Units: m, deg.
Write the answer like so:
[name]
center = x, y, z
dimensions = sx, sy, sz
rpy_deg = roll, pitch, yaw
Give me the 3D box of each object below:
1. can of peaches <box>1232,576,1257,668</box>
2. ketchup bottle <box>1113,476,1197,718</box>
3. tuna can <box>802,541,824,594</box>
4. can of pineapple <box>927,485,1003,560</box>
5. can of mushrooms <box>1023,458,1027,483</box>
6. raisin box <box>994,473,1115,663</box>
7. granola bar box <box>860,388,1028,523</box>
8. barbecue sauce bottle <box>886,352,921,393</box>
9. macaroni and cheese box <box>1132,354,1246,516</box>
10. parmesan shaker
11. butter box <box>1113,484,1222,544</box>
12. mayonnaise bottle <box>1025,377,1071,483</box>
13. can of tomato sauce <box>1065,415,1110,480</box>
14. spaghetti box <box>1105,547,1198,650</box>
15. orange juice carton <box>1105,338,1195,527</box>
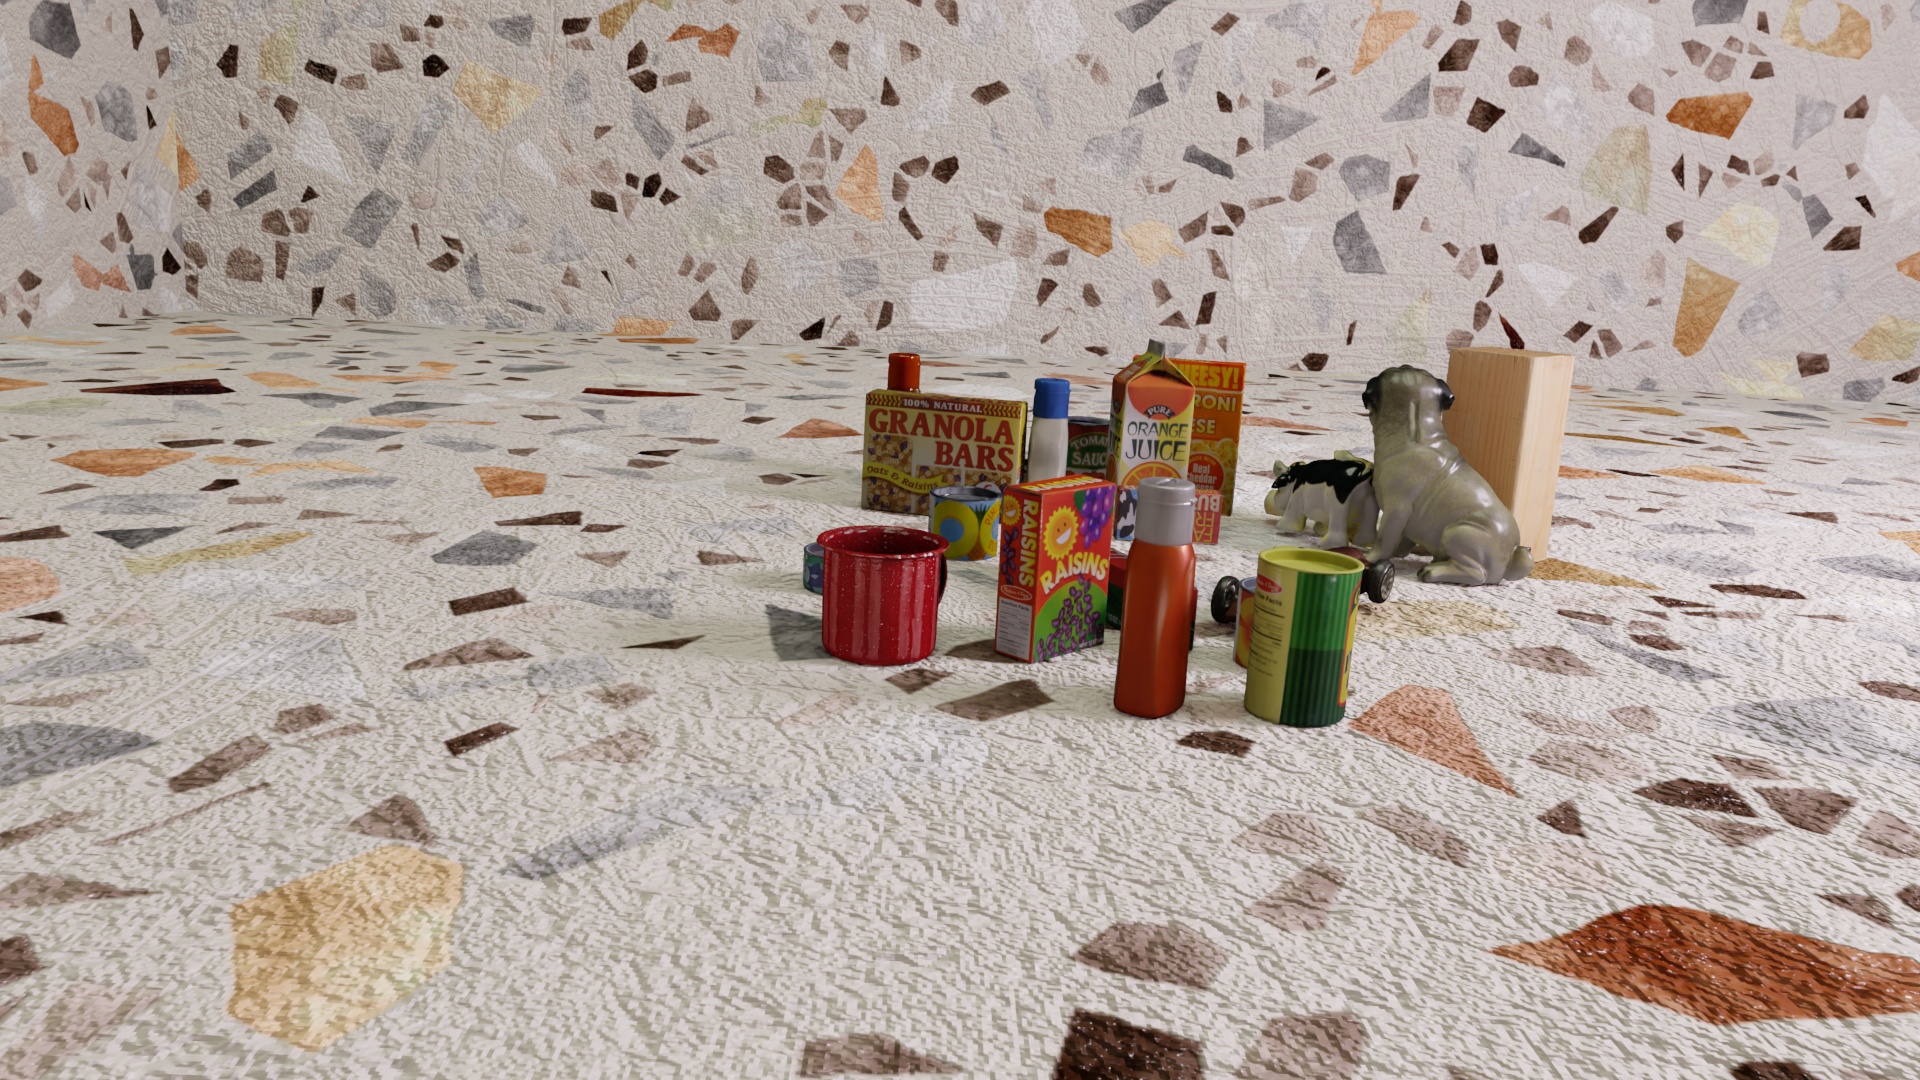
[can of peaches]
center = 0.234, 0.062, 1.002
dimensions = 0.071, 0.058, 0.071
rpy_deg = 3, 13, -1
[ketchup bottle]
center = 0.127, 0.035, 0.890
dimensions = 0.043, 0.148, 0.065
rpy_deg = 9, 14, 23
[tuna can]
center = -0.094, 0.023, 1.143
dimensions = 0.071, 0.032, 0.071
rpy_deg = 3, 13, -1
[can of pineapple]
center = 0.005, -0.016, 1.279
dimensions = 0.071, 0.057, 0.071
rpy_deg = 3, 13, -1
[can of mushrooms]
center = 0.078, -0.072, 1.590
dimensions = 0.071, 0.033, 0.071
rpy_deg = 3, 13, -1
[raisin box]
center = 0.068, 0.019, 1.002
dimensions = 0.040, 0.123, 0.086
rpy_deg = 15, 17, 42
[granola bar box]
center = -0.016, -0.088, 1.434
dimensions = 0.165, 0.124, 0.039
rpy_deg = 7, 13, 14
[barbecue sauce bottle]
center = -0.067, -0.139, 1.589
dimensions = 0.044, 0.148, 0.065
rpy_deg = 4, 13, 5
[macaroni and cheese box]
center = 0.245, -0.117, 1.530
dimensions = 0.124, 0.166, 0.040
rpy_deg = 6, 13, 12
[parmesan shaker]
center = 0.221, 0.061, 0.902
dimensions = 0.071, 0.102, 0.071
rpy_deg = 3, 13, -1
[butter box]
center = 0.205, -0.025, 1.377
dimensions = 0.103, 0.053, 0.024
rpy_deg = 3, 13, -2
[mayonnaise bottle]
center = 0.089, -0.091, 1.422
dimensions = 0.041, 0.147, 0.065
rpy_deg = 5, 13, 8
[can of tomato sauce]
center = 0.142, -0.099, 1.610
dimensions = 0.071, 0.083, 0.071
rpy_deg = 3, 13, -1
[spaghetti box]
center = 0.111, 0.031, 1.122
dimensions = 0.029, 0.050, 0.250
rpy_deg = -2, 14, -24
[orange juice carton]
center = 0.194, -0.110, 1.430
dimensions = 0.073, 0.192, 0.072
rpy_deg = 2, 13, -5
